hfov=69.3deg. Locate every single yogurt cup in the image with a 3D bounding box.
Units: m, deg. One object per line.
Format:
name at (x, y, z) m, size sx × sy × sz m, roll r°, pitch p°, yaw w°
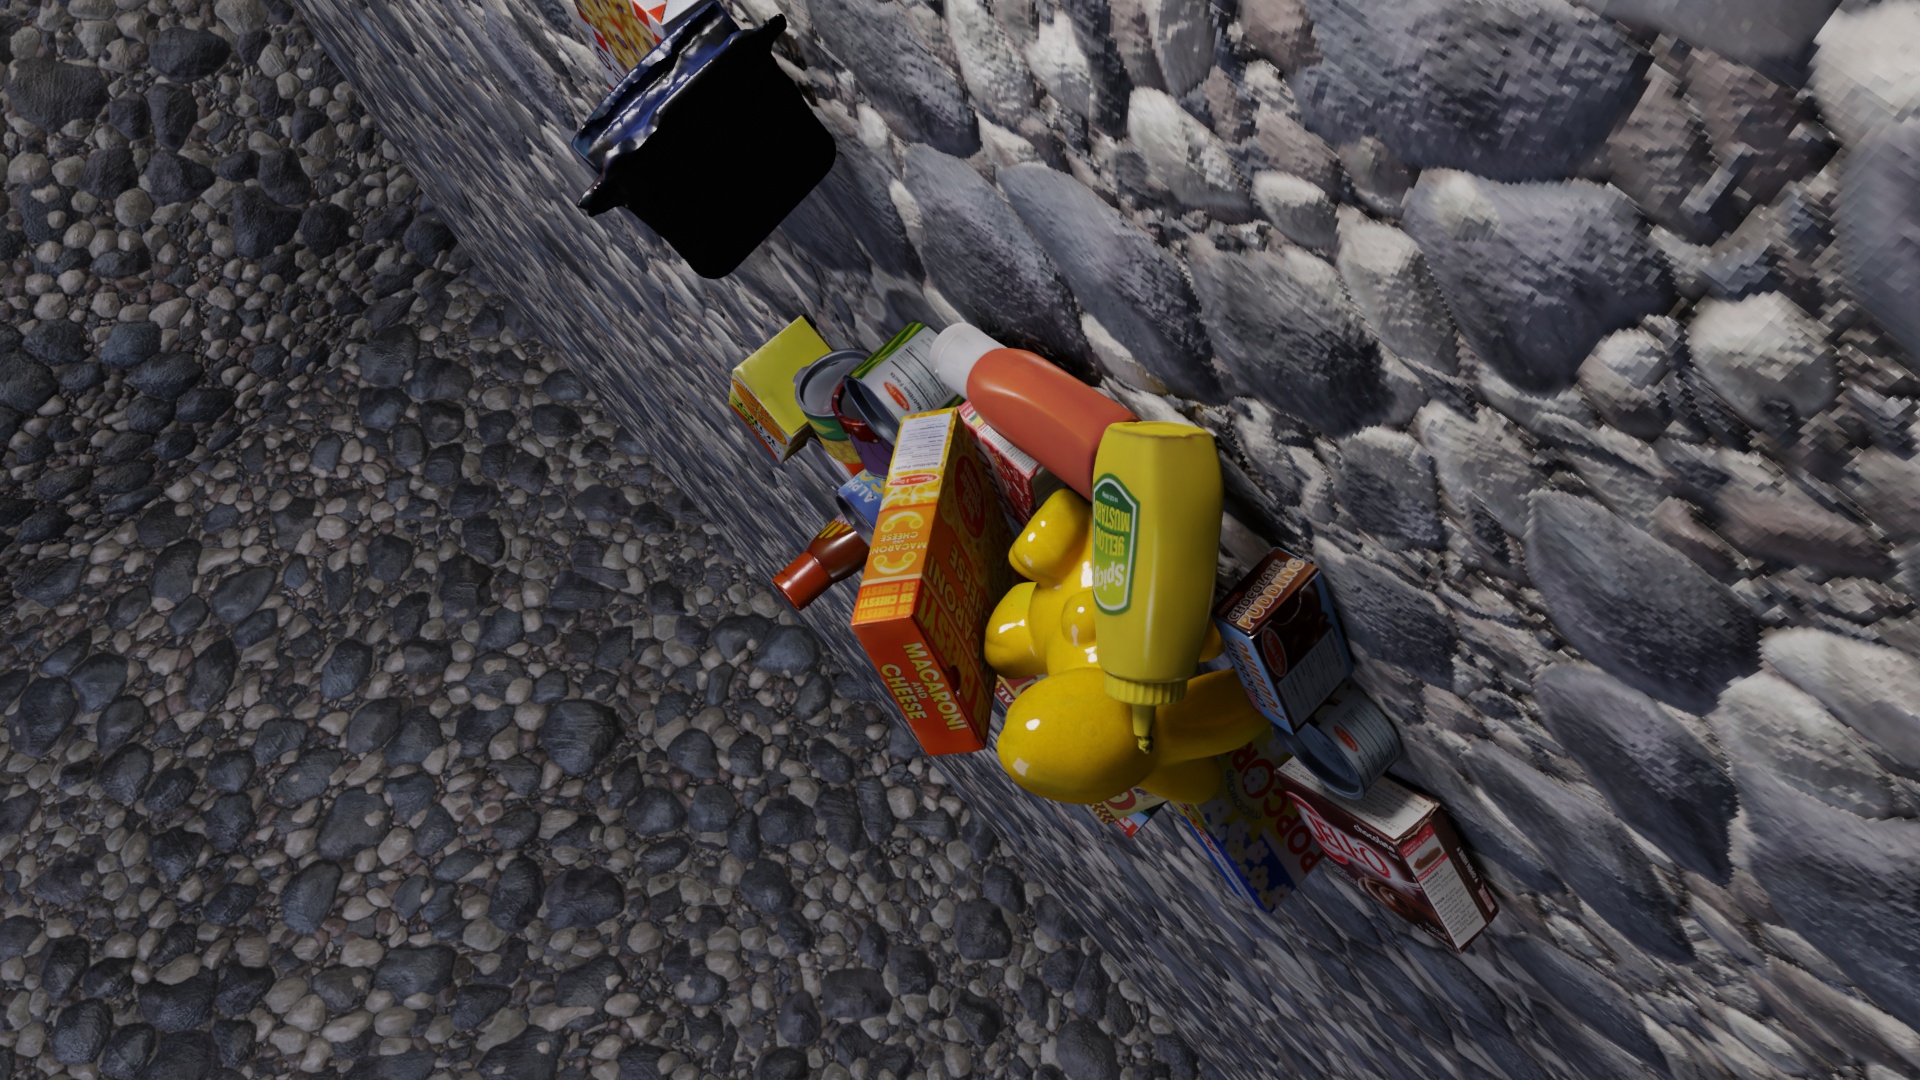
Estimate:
yogurt cup at (-0.087, -0.074, 1.160) m, size 0.072 × 0.054 × 0.072 m, roll 46°, pitch 168°, yaw 14°

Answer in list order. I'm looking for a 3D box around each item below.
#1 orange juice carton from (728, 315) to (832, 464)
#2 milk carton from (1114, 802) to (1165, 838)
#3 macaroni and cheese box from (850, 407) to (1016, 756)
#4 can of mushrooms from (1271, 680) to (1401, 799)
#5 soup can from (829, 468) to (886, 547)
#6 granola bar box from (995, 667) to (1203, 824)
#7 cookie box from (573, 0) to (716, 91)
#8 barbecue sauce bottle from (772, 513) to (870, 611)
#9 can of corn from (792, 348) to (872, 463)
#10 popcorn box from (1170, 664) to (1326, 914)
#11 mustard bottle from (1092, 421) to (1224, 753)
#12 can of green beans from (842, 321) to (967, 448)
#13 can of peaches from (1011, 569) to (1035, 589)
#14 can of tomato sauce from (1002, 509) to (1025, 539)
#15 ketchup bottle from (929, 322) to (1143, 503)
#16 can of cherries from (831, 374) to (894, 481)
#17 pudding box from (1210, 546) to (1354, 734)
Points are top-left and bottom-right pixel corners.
orange juice carton at (-0.146, -0.121, 1.183) m, size 0.072 × 0.073 × 0.192 m, roll 49°, pitch 169°, yaw -3°
milk carton at (0.138, 0.178, 1.091) m, size 0.072 × 0.073 × 0.190 m, roll 45°, pitch 168°, yaw 13°
macaroni and cheese box at (-0.010, 0.023, 0.818) m, size 0.167 × 0.040 × 0.123 m, roll -80°, pitch -27°, yaw -43°
can of mushrooms at (0.197, 0.101, 0.736) m, size 0.071 × 0.033 × 0.071 m, roll 46°, pitch 168°, yaw 13°
soup can at (-0.046, -0.038, 1.052) m, size 0.071 × 0.084 × 0.071 m, roll 46°, pitch 167°, yaw 14°
granola bar box at (0.096, 0.101, 0.931) m, size 0.123 × 0.039 × 0.165 m, roll -33°, pitch 100°, yaw 39°
cookie box at (-0.181, -0.295, 0.847) m, size 0.123 × 0.040 × 0.166 m, roll 45°, pitch 166°, yaw 20°
barbecue sauce bottle at (-0.091, -0.001, 1.173) m, size 0.043 × 0.149 × 0.065 m, roll 55°, pitch 167°, yaw -26°
can of corn at (-0.084, -0.100, 1.035) m, size 0.071 × 0.071 × 0.058 m, roll 39°, pitch 165°, yaw 39°
popcorn box at (0.176, 0.150, 0.837) m, size 0.126 × 0.085 × 0.038 m, roll 55°, pitch 165°, yaw -23°
mustard bottle at (0.090, 0.026, 0.654) m, size 0.065 × 0.049 × 0.160 m, roll -153°, pitch 63°, yaw -68°
can of green beans at (-0.032, -0.096, 0.882) m, size 0.071 × 0.058 × 0.071 m, roll 46°, pitch 168°, yaw 14°
can of peaches at (0.043, 0.029, 1.007) m, size 0.071 × 0.058 × 0.071 m, roll 46°, pitch 167°, yaw 14°
can of tomato sauce at (0.003, -0.012, 0.958) m, size 0.071 × 0.083 × 0.071 m, roll 46°, pitch 168°, yaw 13°
ketchup bottle at (0.039, -0.071, 0.740) m, size 0.149 × 0.043 × 0.064 m, roll 39°, pitch 164°, yaw 40°
can of cherries at (-0.051, -0.084, 0.960) m, size 0.071 × 0.071 × 0.058 m, roll 37°, pitch 163°, yaw 43°
pudding box at (0.158, 0.049, 0.674) m, size 0.030 × 0.050 × 0.083 m, roll 33°, pitch 161°, yaw 47°
